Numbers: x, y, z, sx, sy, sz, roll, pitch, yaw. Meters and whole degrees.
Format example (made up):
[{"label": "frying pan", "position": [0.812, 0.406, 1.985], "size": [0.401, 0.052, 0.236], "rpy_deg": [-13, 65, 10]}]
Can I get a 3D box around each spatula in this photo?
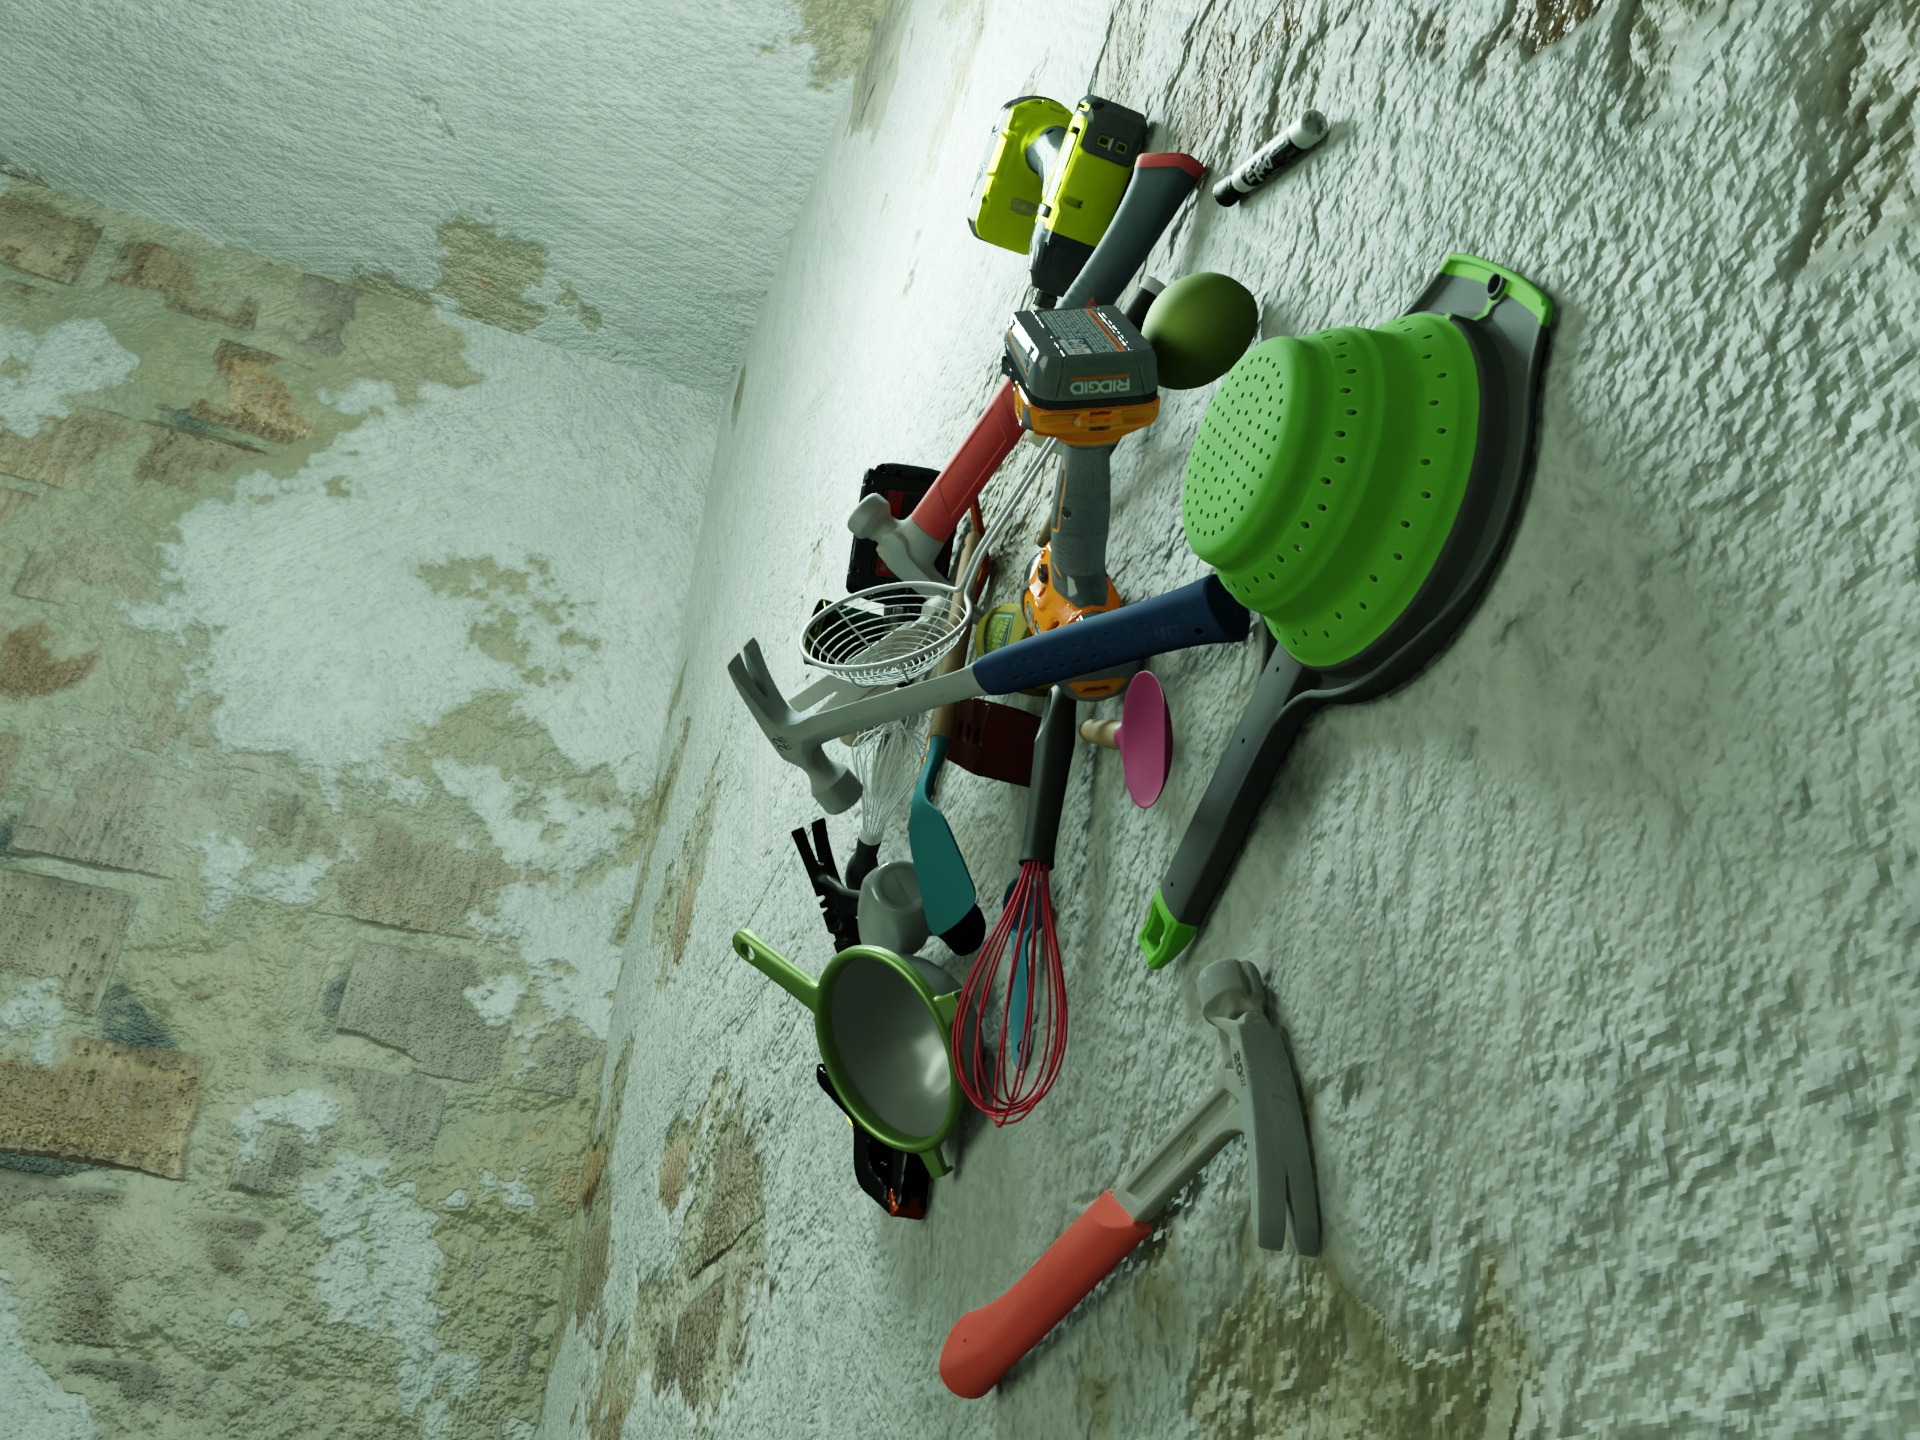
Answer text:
[{"label": "spatula", "position": [-0.012, -0.062, 1.383], "size": [0.081, 0.041, 0.322], "rpy_deg": [-150, 74, -88]}, {"label": "spatula", "position": [-0.002, -0.004, 1.156], "size": [0.082, 0.044, 0.318], "rpy_deg": [131, 152, -57]}]

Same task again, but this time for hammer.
[{"label": "hammer", "position": [0.069, -0.251, 1.207], "size": [0.386, 0.143, 0.038], "rpy_deg": [-52, -7, 25]}, {"label": "hammer", "position": [0.005, -0.029, 1.016], "size": [0.405, 0.144, 0.035], "rpy_deg": [-16, 30, 44]}, {"label": "hammer", "position": [-0.060, 0.147, 1.307], "size": [0.337, 0.034, 0.127], "rpy_deg": [-6, 104, 68]}, {"label": "hammer", "position": [0.073, 0.283, 0.834], "size": [0.149, 0.036, 0.359], "rpy_deg": [-93, 25, -45]}, {"label": "hammer", "position": [-0.089, -0.014, 1.410], "size": [0.146, 0.038, 0.410], "rpy_deg": [-35, -3, -11]}]

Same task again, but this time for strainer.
[{"label": "strainer", "position": [-0.068, 0.207, 1.165], "size": [0.257, 0.069, 0.151], "rpy_deg": [26, 120, 41]}]

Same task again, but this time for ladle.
[{"label": "ladle", "position": [0.117, -0.198, 1.110], "size": [0.320, 0.062, 0.078], "rpy_deg": [124, 154, -63]}]

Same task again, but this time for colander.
[{"label": "colander", "position": [0.141, -0.047, 0.789], "size": [0.205, 0.094, 0.397], "rpy_deg": [-108, 37, -61]}]

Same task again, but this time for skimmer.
[{"label": "skimmer", "position": [0.020, -0.175, 1.138], "size": [0.363, 0.090, 0.127], "rpy_deg": [-56, 34, 6]}]

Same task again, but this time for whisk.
[{"label": "whisk", "position": [0.045, 0.111, 1.017], "size": [0.073, 0.073, 0.296], "rpy_deg": [139, 144, -62]}, {"label": "whisk", "position": [-0.075, 0.080, 1.393], "size": [0.284, 0.070, 0.070], "rpy_deg": [107, 168, -53]}]

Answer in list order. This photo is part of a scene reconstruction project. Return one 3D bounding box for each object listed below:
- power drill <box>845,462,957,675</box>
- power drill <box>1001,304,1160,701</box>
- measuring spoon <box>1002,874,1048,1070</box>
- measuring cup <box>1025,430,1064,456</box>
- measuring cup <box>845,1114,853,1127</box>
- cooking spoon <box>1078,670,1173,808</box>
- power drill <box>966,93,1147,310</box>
[{"label": "power drill", "position": [-0.047, -0.131, 1.421], "size": [0.226, 0.080, 0.188], "rpy_deg": [-6, -75, -87]}, {"label": "power drill", "position": [0.073, -0.147, 1.033], "size": [0.164, 0.084, 0.226], "rpy_deg": [-107, 14, -60]}, {"label": "measuring spoon", "position": [0.047, 0.167, 1.056], "size": [0.042, 0.021, 0.129], "rpy_deg": [-18, 67, 55]}, {"label": "measuring cup", "position": [0.087, -0.296, 1.264], "size": [0.083, 0.038, 0.167], "rpy_deg": [-163, 86, -73]}, {"label": "measuring cup", "position": [-0.040, 0.271, 1.239], "size": [0.156, 0.029, 0.062], "rpy_deg": [-45, 39, 38]}, {"label": "cooking spoon", "position": [0.091, 0.008, 0.903], "size": [0.319, 0.017, 0.069], "rpy_deg": [-163, 73, -88]}, {"label": "power drill", "position": [0.077, -0.453, 1.374], "size": [0.223, 0.080, 0.171], "rpy_deg": [-118, 45, -62]}]
